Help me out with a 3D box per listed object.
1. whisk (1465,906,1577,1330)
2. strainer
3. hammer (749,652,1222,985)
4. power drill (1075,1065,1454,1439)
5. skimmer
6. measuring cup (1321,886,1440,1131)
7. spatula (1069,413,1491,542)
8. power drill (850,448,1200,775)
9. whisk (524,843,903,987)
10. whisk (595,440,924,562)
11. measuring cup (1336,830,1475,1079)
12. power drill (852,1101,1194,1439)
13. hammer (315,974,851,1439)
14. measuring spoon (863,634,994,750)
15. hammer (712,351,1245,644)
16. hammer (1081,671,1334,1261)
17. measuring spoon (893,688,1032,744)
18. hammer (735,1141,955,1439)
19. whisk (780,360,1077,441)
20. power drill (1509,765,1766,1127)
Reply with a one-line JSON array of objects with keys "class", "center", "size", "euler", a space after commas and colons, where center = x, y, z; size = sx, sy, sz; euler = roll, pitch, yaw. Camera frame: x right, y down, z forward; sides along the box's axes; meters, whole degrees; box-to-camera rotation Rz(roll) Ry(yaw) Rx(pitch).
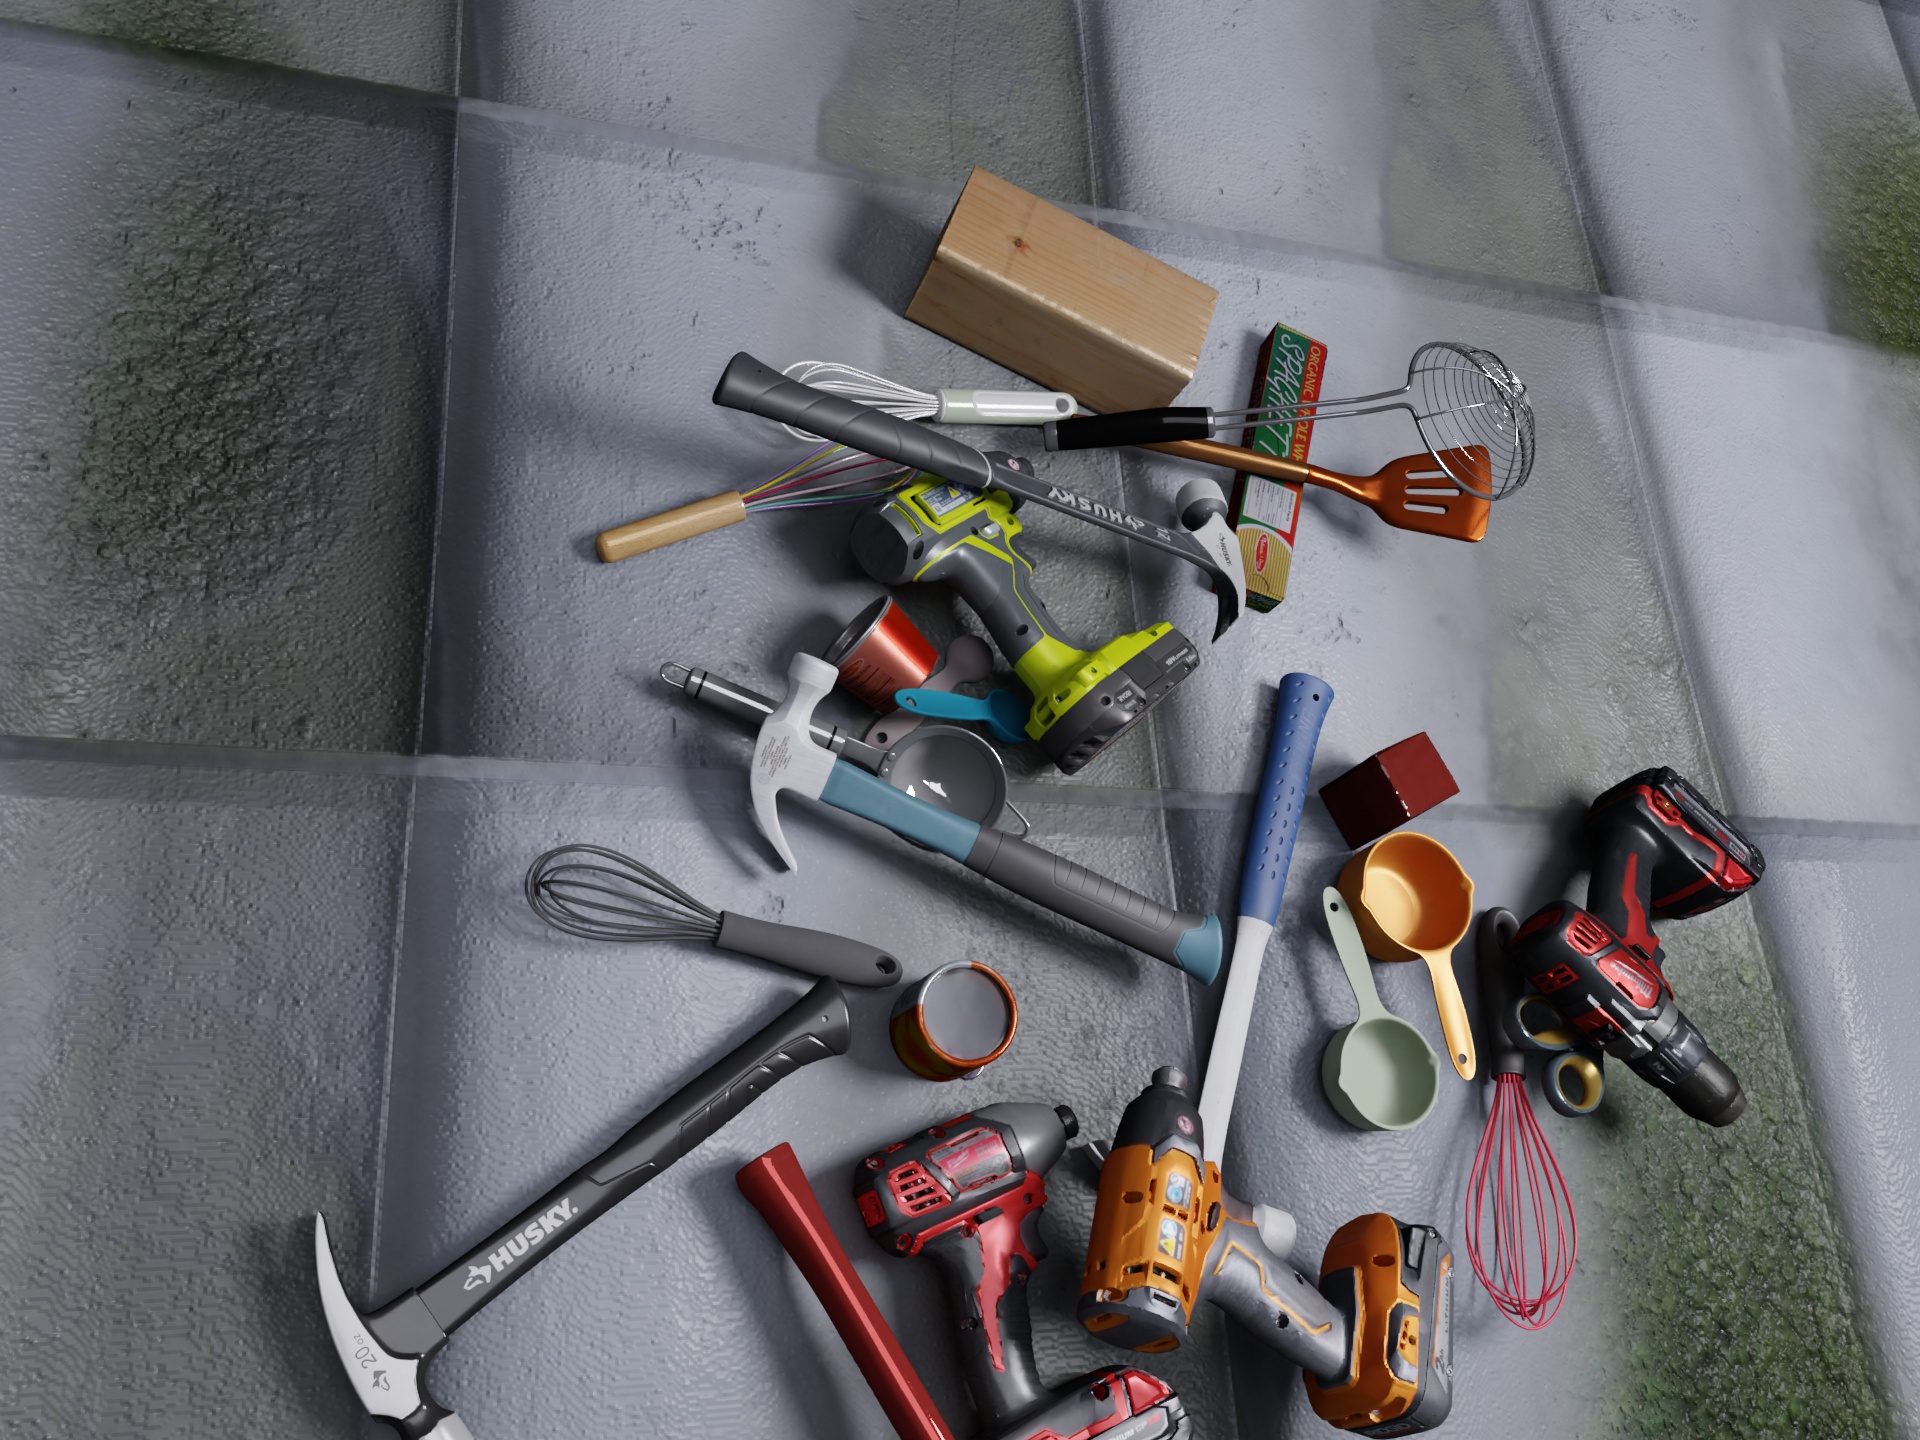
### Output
[{"class": "whisk", "center": [0.379, 0.265, 1.094], "size": [0.073, 0.073, 0.296], "euler": [16, 58, -14]}, {"class": "strainer", "center": [-0.073, 0.015, 1.031], "size": [0.258, 0.050, 0.087], "euler": [23, 108, -9]}, {"class": "hammer", "center": [0.020, 0.083, 1.009], "size": [0.331, 0.033, 0.128], "euler": [25, 92, -6]}, {"class": "power drill", "center": [0.180, 0.310, 0.935], "size": [0.226, 0.084, 0.164], "euler": [28, 50, -15]}, {"class": "skimmer", "center": [0.244, -0.211, 1.175], "size": [0.363, 0.090, 0.127], "euler": [-5, 71, 4]}, {"class": "measuring cup", "center": [0.270, 0.198, 1.089], "size": [0.083, 0.038, 0.168], "euler": [-8, 72, -22]}, {"class": "spatula", "center": [0.240, -0.196, 1.197], "size": [0.322, 0.041, 0.081], "euler": [11, 75, -8]}, {"class": "power drill", "center": [0.051, -0.087, 1.095], "size": [0.223, 0.080, 0.171], "euler": [49, 46, 7]}, {"class": "whisk", "center": [-0.145, 0.124, 0.968], "size": [0.238, 0.055, 0.055], "euler": [18, 64, -18]}, {"class": "whisk", "center": [-0.130, -0.150, 1.084], "size": [0.245, 0.047, 0.051], "euler": [-22, 77, -21]}, {"class": "measuring cup", "center": [0.318, 0.167, 1.112], "size": [0.095, 0.052, 0.174], "euler": [-5, 73, -22]}, {"class": "power drill", "center": [0.040, 0.336, 0.933], "size": [0.143, 0.078, 0.220], "euler": [-18, 74, -25]}, {"class": "hammer", "center": [-0.198, 0.251, 0.897], "size": [0.335, 0.035, 0.146], "euler": [-35, 84, -26]}, {"class": "measuring spoon", "center": [-0.021, -0.018, 1.081], "size": [0.034, 0.018, 0.124], "euler": [46, 63, 2]}, {"class": "hammer", "center": [0.027, -0.158, 1.059], "size": [0.408, 0.036, 0.149], "euler": [15, 44, -27]}, {"class": "hammer", "center": [0.194, 0.145, 1.084], "size": [0.144, 0.035, 0.406], "euler": [23, 64, -10]}, {"class": "measuring spoon", "center": [-0.002, -0.003, 1.057], "size": [0.128, 0.021, 0.042], "euler": [8, 51, -45]}, {"class": "hammer", "center": [-0.014, 0.392, 0.865], "size": [0.036, 0.149, 0.359], "euler": [-25, 73, -31]}, {"class": "whisk", "center": [-0.023, -0.228, 1.149], "size": [0.246, 0.059, 0.058], "euler": [-4, 83, -26]}, {"class": "power drill", "center": [0.502, 0.160, 1.139], "size": [0.188, 0.080, 0.227], "euler": [44, 50, 1]}]
